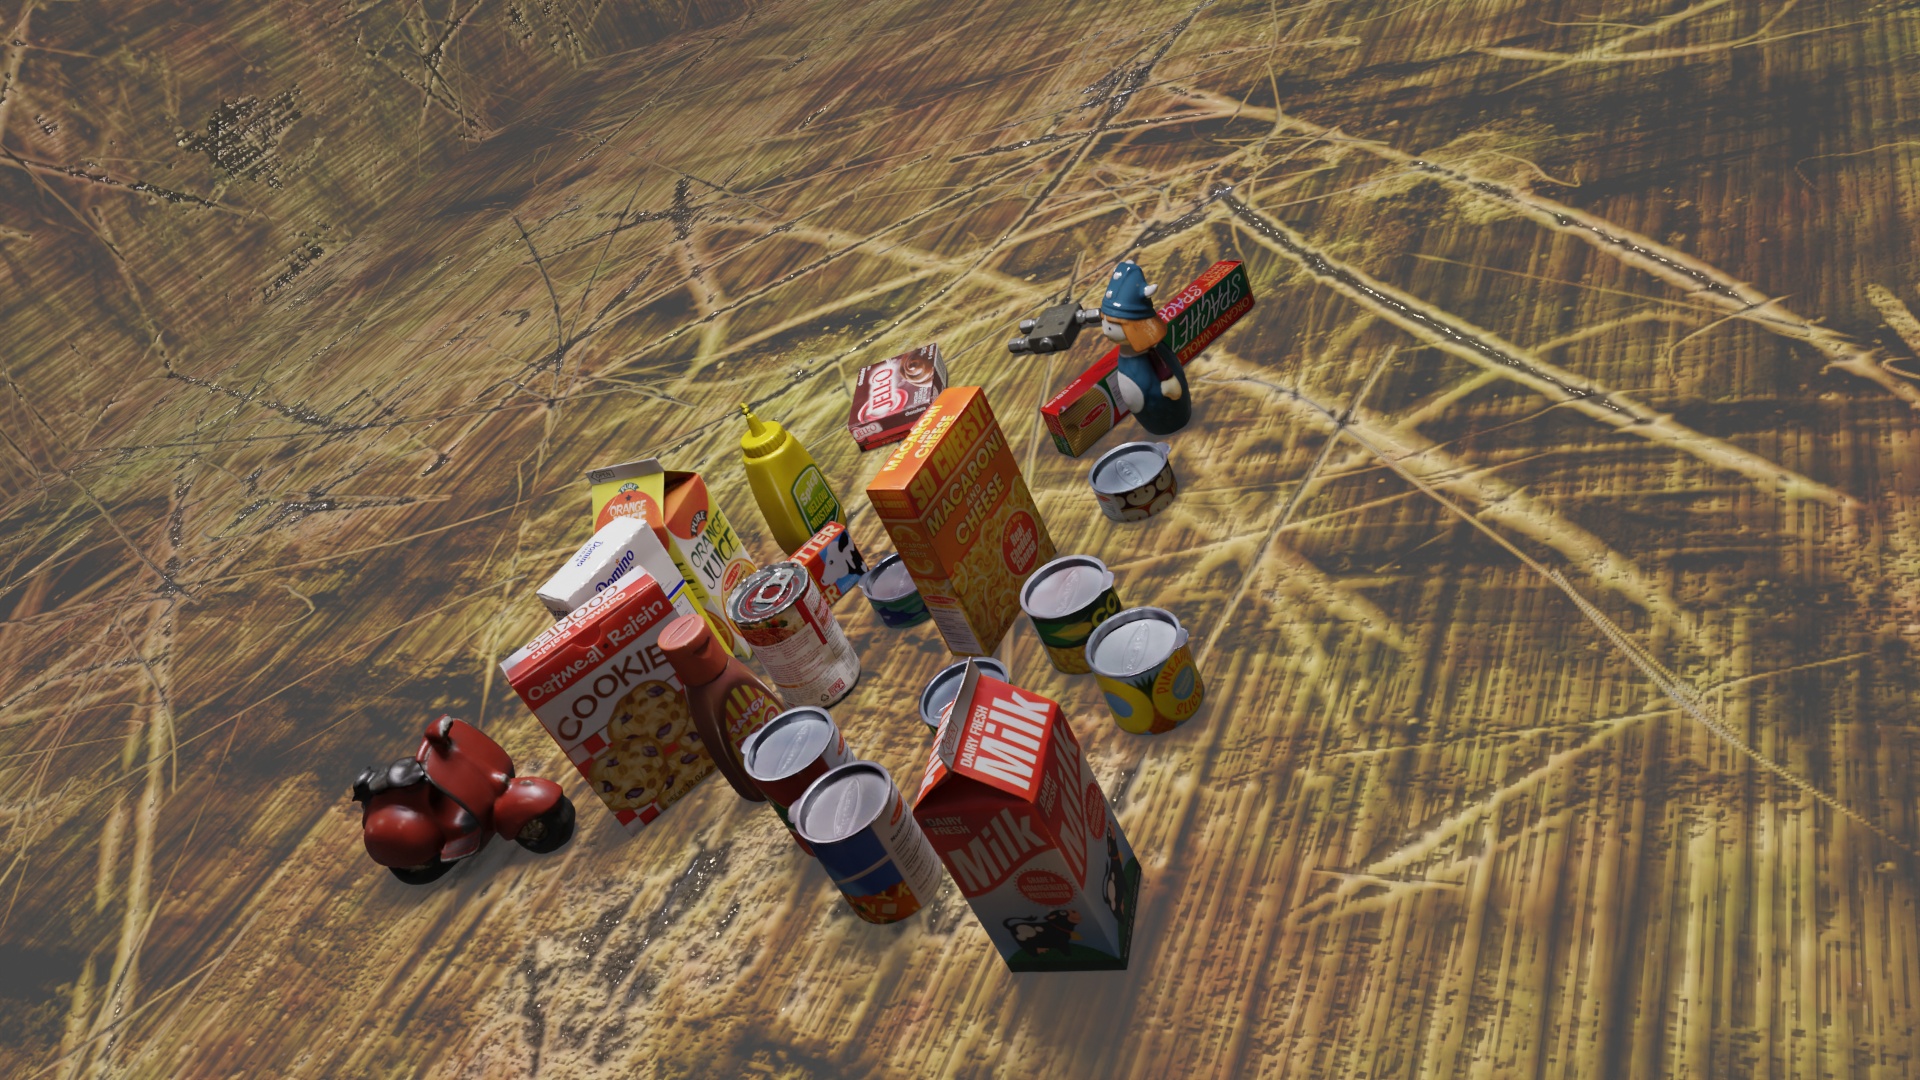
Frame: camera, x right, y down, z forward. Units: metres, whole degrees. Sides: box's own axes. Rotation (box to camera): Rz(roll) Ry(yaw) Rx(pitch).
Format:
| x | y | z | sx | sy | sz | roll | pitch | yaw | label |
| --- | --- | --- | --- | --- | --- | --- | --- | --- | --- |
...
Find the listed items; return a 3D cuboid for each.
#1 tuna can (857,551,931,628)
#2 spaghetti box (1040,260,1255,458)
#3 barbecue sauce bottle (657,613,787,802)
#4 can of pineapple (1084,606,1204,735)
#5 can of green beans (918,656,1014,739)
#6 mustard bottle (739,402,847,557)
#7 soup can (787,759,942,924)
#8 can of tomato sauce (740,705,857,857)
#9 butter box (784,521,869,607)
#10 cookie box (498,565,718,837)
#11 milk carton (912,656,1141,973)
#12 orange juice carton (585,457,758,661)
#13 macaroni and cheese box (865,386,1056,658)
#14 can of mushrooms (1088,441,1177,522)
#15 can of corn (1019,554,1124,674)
| x | y | z | sx | sy | sz | roll | pitch | yaw | label |
| --- | --- | --- | --- | --- | --- | --- | --- | --- | --- |
| -0.046 | 0.039 | 1.131 | 0.071 | 0.032 | 0.071 | -18 | 33 | 13 | tuna can |
| 0.173 | -0.167 | 1.253 | 0.251 | 0.050 | 0.029 | -41 | 35 | -21 | spaghetti box |
| -0.166 | 0.118 | 0.996 | 0.043 | 0.148 | 0.065 | 9 | 47 | 43 | barbecue sauce bottle |
| 0.124 | 0.087 | 0.921 | 0.071 | 0.057 | 0.071 | -18 | 33 | 13 | can of pineapple |
| 0.013 | 0.123 | 0.949 | 0.071 | 0.057 | 0.071 | -18 | 33 | 13 | can of green beans |
| -0.154 | -0.054 | 1.219 | 0.049 | 0.159 | 0.066 | 0 | 41 | 35 | mustard bottle |
| -0.059 | 0.191 | 0.878 | 0.071 | 0.083 | 0.072 | -18 | 33 | 13 | soup can |
| -0.101 | 0.165 | 0.945 | 0.071 | 0.082 | 0.071 | -18 | 33 | 13 | can of tomato sauce |
| -0.128 | 0.036 | 1.173 | 0.104 | 0.053 | 0.024 | -43 | 36 | -24 | butter box |
| -0.240 | 0.120 | 1.028 | 0.123 | 0.166 | 0.040 | -38 | 34 | -17 | cookie box |
| 0.033 | 0.154 | 0.767 | 0.073 | 0.189 | 0.073 | -10 | 36 | 24 | milk carton |
| -0.234 | 0.012 | 1.152 | 0.072 | 0.192 | 0.073 | -10 | 36 | 25 | orange juice carton |
| 0.004 | -0.013 | 1.046 | 0.040 | 0.165 | 0.124 | 1 | 41 | 36 | macaroni and cheese box |
| 0.142 | -0.048 | 1.122 | 0.071 | 0.033 | 0.071 | -18 | 33 | 13 | can of mushrooms |
| 0.086 | 0.053 | 0.995 | 0.071 | 0.058 | 0.071 | -18 | 33 | 13 | can of corn |
